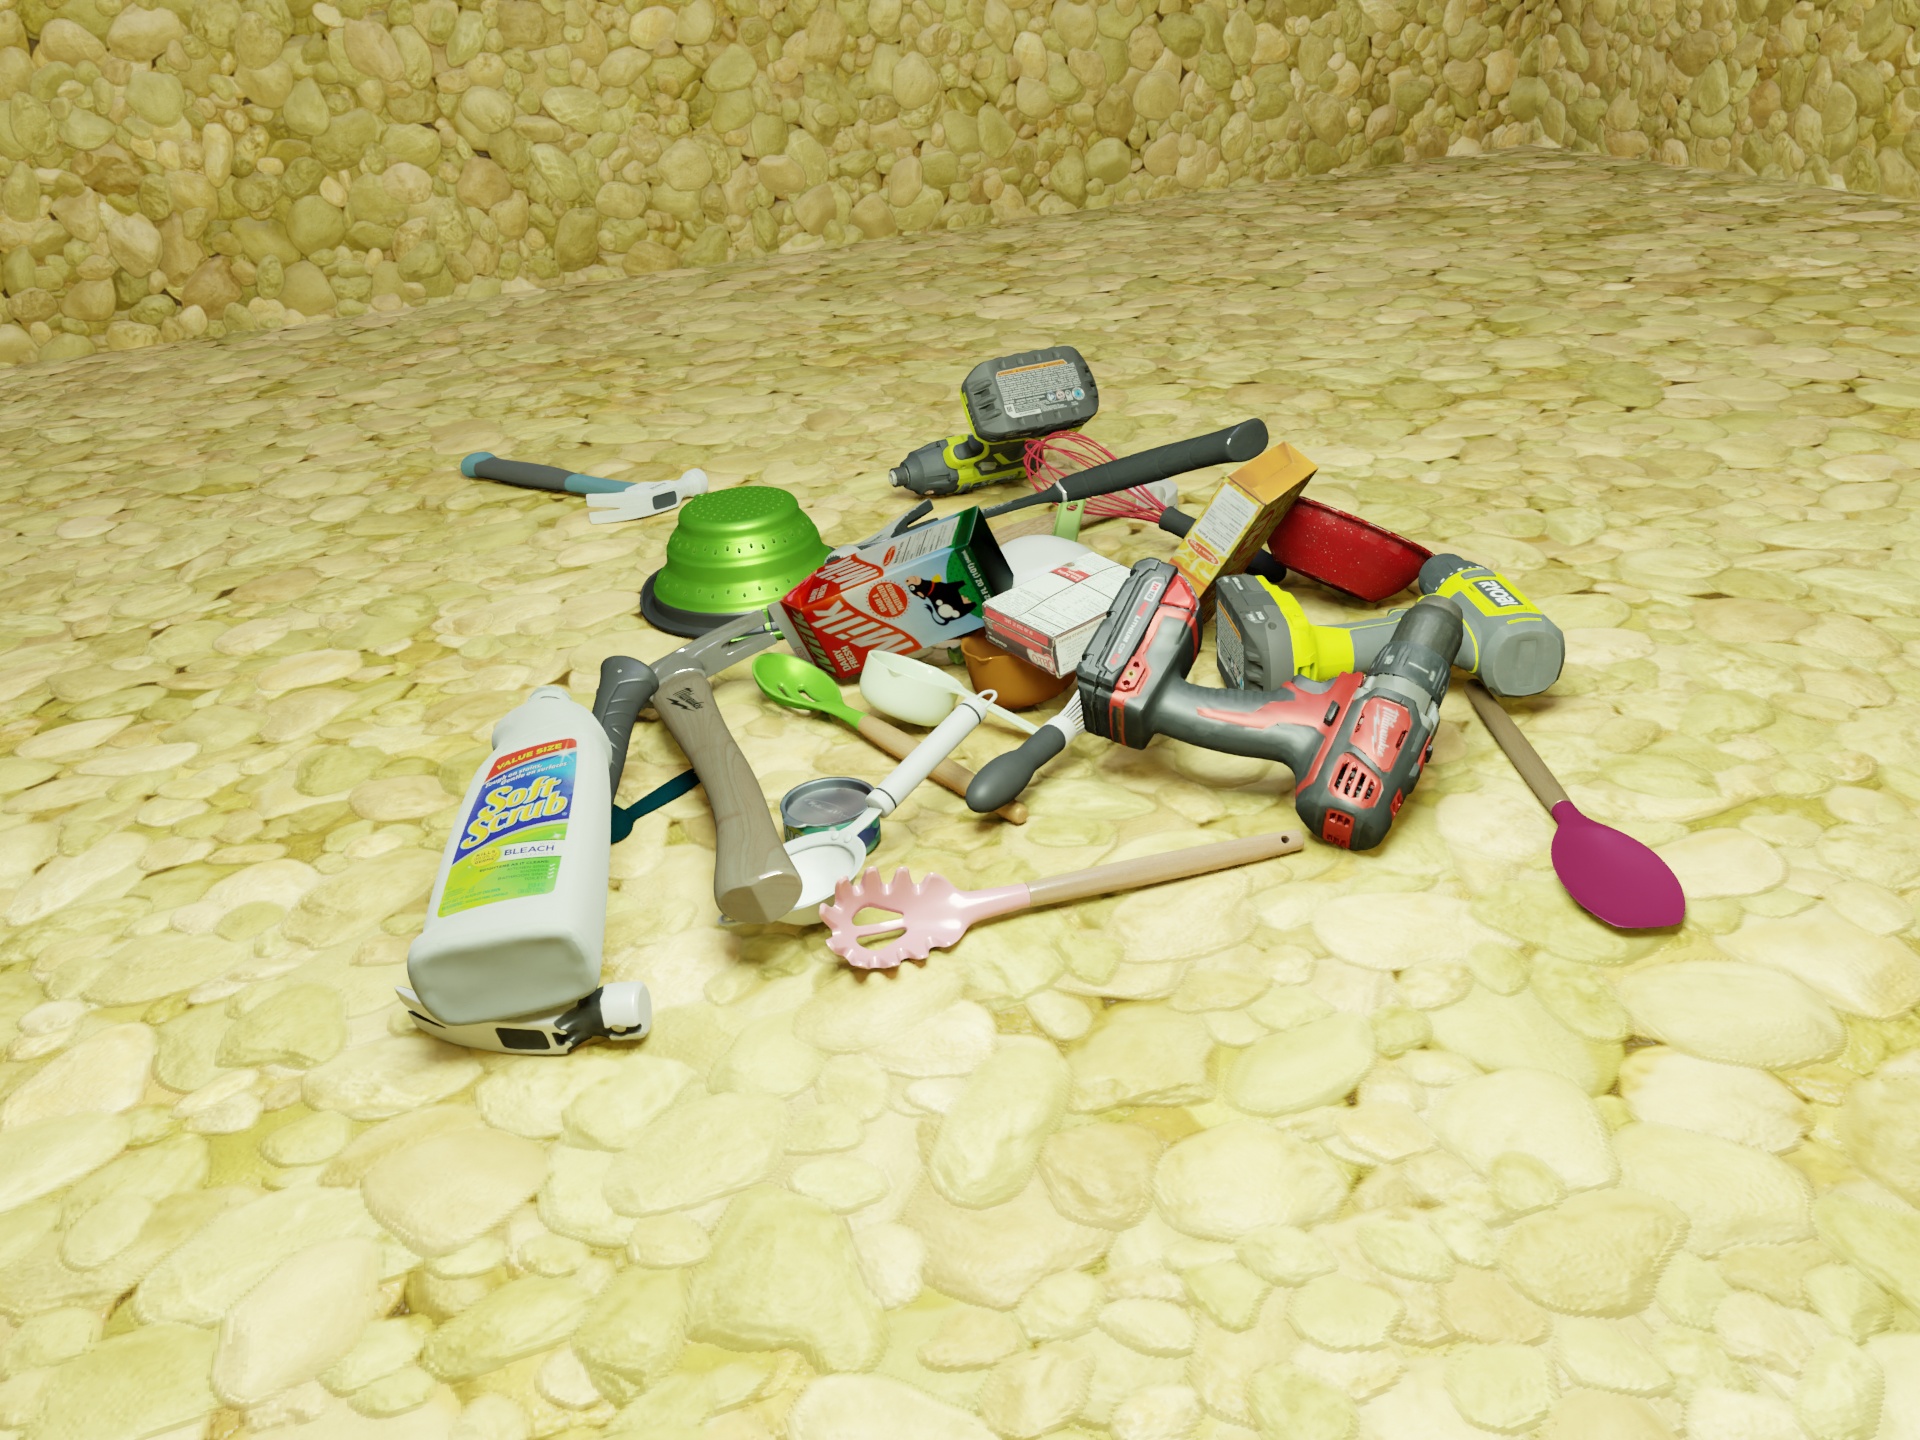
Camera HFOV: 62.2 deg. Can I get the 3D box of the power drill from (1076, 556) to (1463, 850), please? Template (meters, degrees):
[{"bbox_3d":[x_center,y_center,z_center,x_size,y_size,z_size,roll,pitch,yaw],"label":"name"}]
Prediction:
[{"bbox_3d":[0.211,-0.032,1.061,0.227,0.080,0.188,22,66,21],"label":"power drill"}]

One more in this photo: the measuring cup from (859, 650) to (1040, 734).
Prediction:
[{"bbox_3d":[-0.002,-0.004,1.199,0.168,0.038,0.083,26,12,18],"label":"measuring cup"}]

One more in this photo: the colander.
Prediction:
[{"bbox_3d":[-0.223,-0.191,1.540,0.204,0.094,0.397,-12,28,-12],"label":"colander"}]

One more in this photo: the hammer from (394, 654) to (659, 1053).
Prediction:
[{"bbox_3d":[-0.247,0.071,1.012,0.146,0.035,0.335,-5,40,6],"label":"hammer"}]

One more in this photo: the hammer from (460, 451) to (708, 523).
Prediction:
[{"bbox_3d":[-0.449,-0.273,1.813,0.331,0.033,0.128,14,31,34],"label":"hammer"}]

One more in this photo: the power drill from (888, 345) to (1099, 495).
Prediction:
[{"bbox_3d":[0.032,-0.291,1.618,0.171,0.080,0.223,-16,-7,-23],"label":"power drill"}]

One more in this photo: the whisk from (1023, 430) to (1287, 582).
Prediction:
[{"bbox_3d":[0.174,-0.196,1.473,0.296,0.073,0.073,31,42,28],"label":"whisk"}]

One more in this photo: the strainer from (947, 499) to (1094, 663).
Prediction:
[{"bbox_3d":[0.078,-0.147,1.365,0.151,0.069,0.257,-1,41,15],"label":"strainer"}]

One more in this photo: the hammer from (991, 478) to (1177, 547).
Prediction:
[{"bbox_3d":[0.078,-0.184,1.543,0.331,0.031,0.130,-23,31,-30],"label":"hammer"}]

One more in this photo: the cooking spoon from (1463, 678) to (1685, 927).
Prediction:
[{"bbox_3d":[0.386,0.046,1.044,0.069,0.017,0.319,-3,27,0],"label":"cooking spoon"}]

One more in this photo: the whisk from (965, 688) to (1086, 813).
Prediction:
[{"bbox_3d":[0.086,-0.005,1.142,0.070,0.070,0.284,13,32,32],"label":"whisk"}]

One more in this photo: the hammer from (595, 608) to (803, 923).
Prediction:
[{"bbox_3d":[-0.158,0.024,1.090,0.146,0.038,0.411,-28,27,-7],"label":"hammer"}]

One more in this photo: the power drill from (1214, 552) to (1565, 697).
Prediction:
[{"bbox_3d":[0.312,-0.073,1.199,0.228,0.080,0.191,-6,26,-2],"label":"power drill"}]

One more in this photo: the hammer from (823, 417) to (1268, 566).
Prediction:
[{"bbox_3d":[0.074,-0.192,1.362,0.409,0.036,0.149,-11,19,37],"label":"hammer"}]

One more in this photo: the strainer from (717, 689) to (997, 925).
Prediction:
[{"bbox_3d":[-0.055,0.060,1.019,0.087,0.050,0.258,9,45,45],"label":"strainer"}]

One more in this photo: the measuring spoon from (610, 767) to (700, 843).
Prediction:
[{"bbox_3d":[-0.225,0.052,1.139,0.042,0.021,0.128,15,33,35],"label":"measuring spoon"}]

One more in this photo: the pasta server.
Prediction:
[{"bbox_3d":[0.068,0.100,0.974,0.316,0.060,0.040,-10,-18,-14],"label":"pasta server"}]

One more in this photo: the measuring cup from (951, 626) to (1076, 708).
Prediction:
[{"bbox_3d":[0.016,-0.047,1.266,0.174,0.052,0.095,1,29,39],"label":"measuring cup"}]

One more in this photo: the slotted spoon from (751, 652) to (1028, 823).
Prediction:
[{"bbox_3d":[-0.057,0.012,1.183,0.070,0.031,0.314,-4,23,-41],"label":"slotted spoon"}]
